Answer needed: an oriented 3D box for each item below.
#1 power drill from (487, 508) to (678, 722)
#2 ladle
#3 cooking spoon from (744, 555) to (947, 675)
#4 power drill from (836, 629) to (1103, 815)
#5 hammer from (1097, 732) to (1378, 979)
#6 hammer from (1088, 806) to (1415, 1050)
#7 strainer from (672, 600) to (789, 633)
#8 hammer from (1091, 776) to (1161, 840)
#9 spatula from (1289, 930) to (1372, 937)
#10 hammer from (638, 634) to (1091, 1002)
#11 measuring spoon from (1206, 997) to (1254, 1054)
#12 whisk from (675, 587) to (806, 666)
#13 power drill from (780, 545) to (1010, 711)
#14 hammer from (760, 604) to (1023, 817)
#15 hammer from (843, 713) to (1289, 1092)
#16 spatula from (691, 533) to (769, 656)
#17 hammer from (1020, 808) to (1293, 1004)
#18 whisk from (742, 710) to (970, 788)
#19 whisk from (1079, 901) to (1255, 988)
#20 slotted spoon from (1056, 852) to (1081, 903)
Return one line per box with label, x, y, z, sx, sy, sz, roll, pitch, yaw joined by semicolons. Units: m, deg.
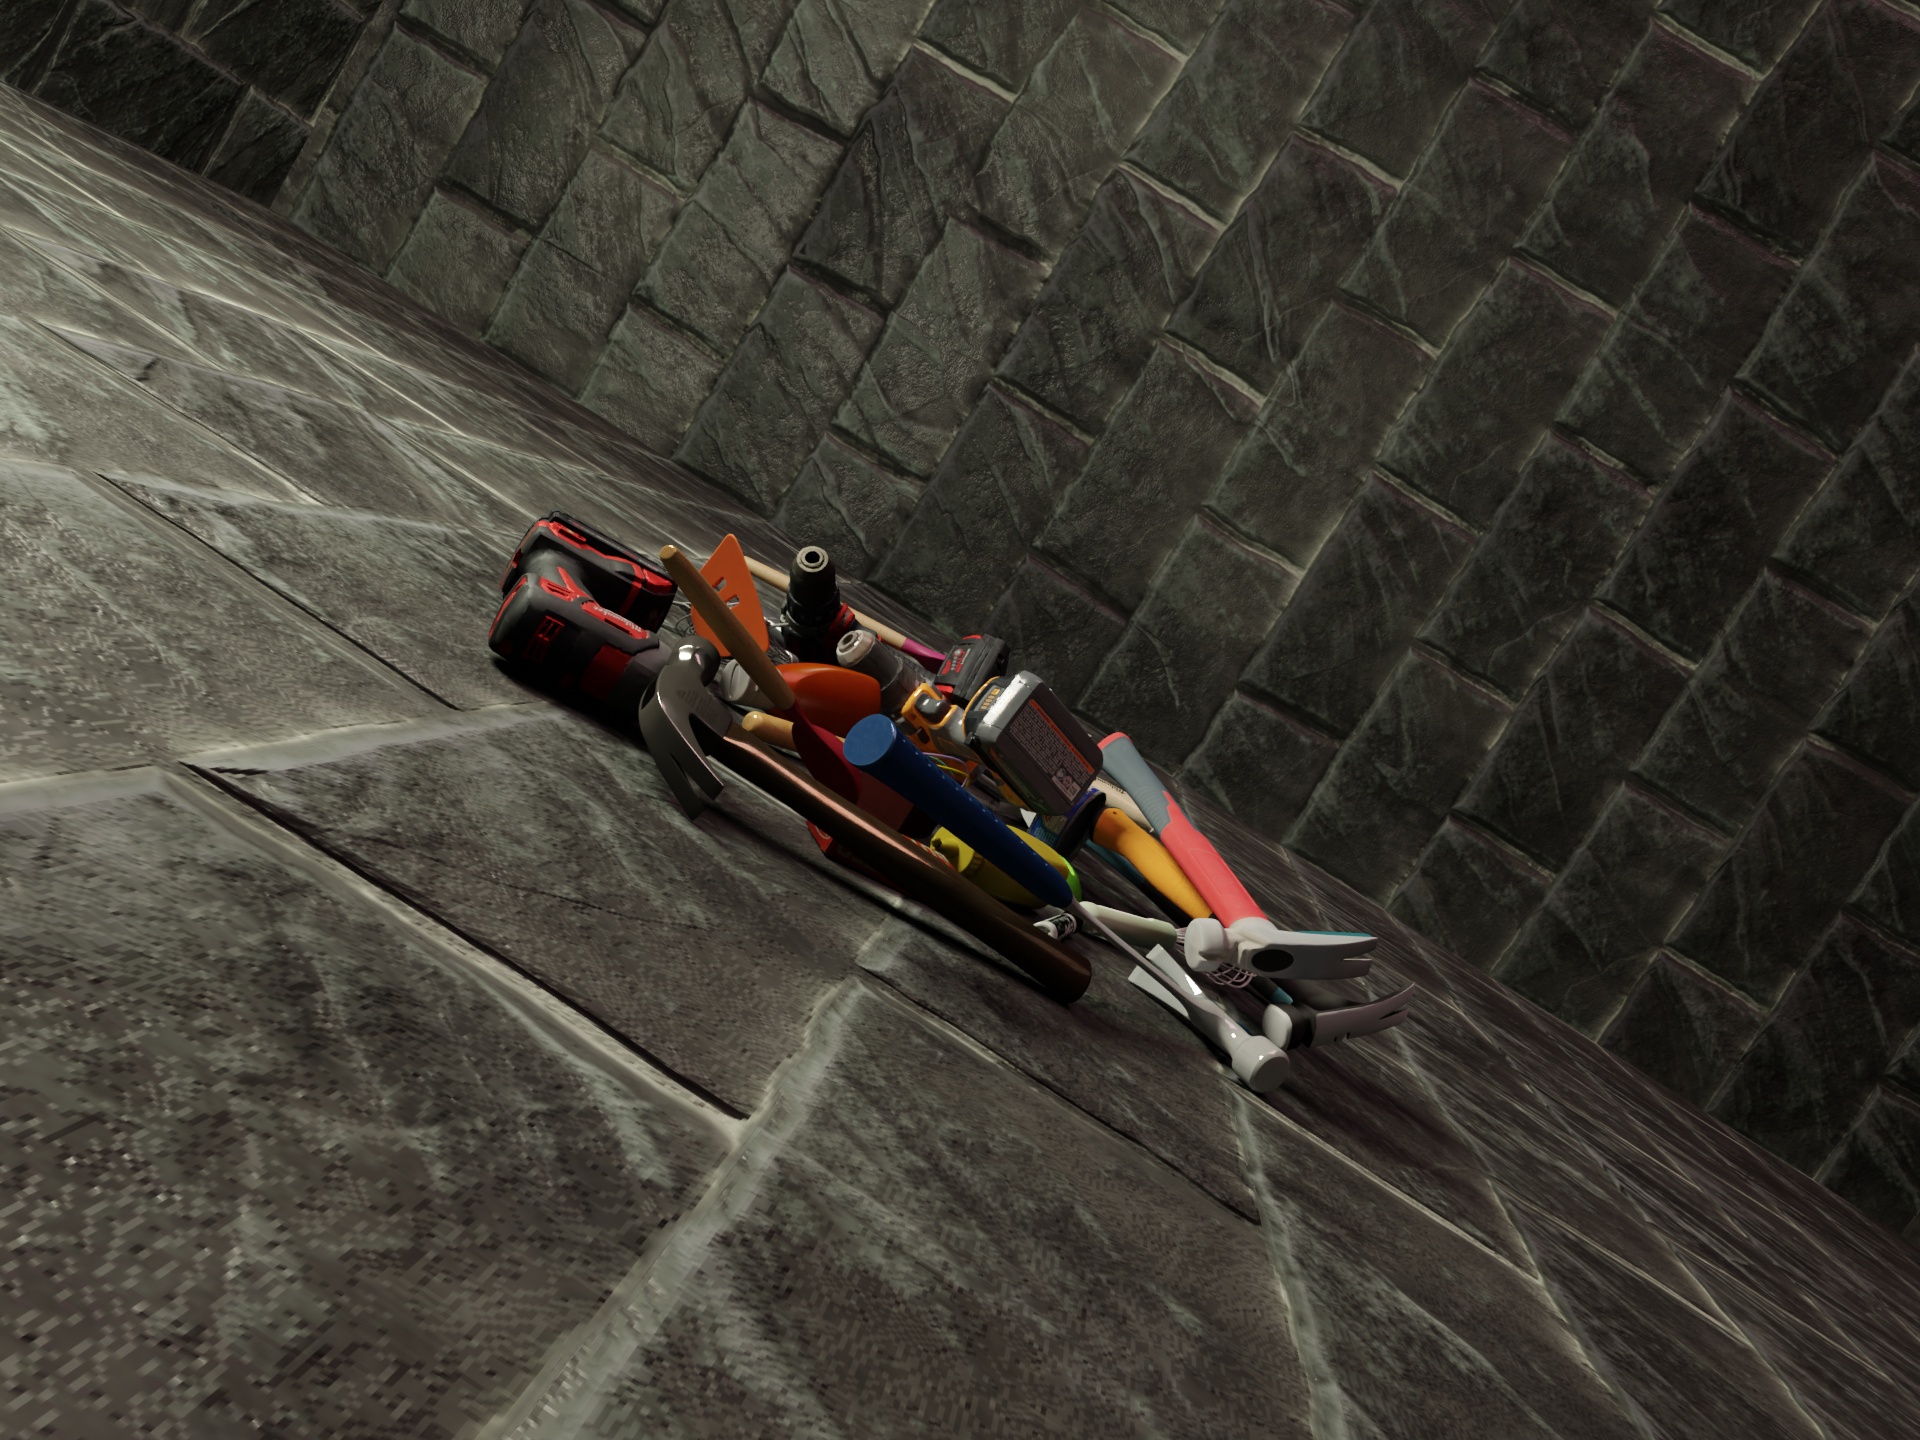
power drill;-0.242;-0.063;1.075;0.143;0.078;0.220;29;10;-22
ladle;-0.126;-0.025;1.043;0.069;0.031;0.315;34;-13;29
cooking spoon;-0.080;-0.089;1.613;0.319;0.017;0.068;27;-26;-3
power drill;-0.002;-0.004;1.394;0.185;0.084;0.226;48;-20;-29
hammer;0.199;0.100;1.308;0.143;0.038;0.387;5;21;-14
hammer;0.210;0.153;1.279;0.127;0.034;0.337;-5;26;-27
strainer;-0.273;-0.109;1.429;0.258;0.050;0.087;22;-11;-29
hammer;0.062;0.030;1.654;0.410;0.038;0.146;30;9;-4
spatula;0.207;0.134;1.379;0.082;0.044;0.318;-19;39;-34
hammer;-0.053;0.076;0.974;0.331;0.031;0.130;36;26;-13
measuring spoon;0.201;0.224;1.200;0.042;0.021;0.128;32;7;-4
whisk;-0.171;-0.060;1.442;0.070;0.070;0.284;34;0;22
power drill;-0.071;-0.074;1.537;0.227;0.080;0.187;24;-29;9
hammer;-0.067;-0.009;1.671;0.409;0.036;0.149;34;7;19
hammer;0.066;0.115;1.023;0.405;0.035;0.144;41;-2;-37
spatula;-0.178;-0.063;1.182;0.322;0.041;0.081;149;-77;-79
hammer;0.185;0.159;1.482;0.331;0.033;0.128;39;18;23
whisk;-0.081;0.034;1.283;0.047;0.051;0.244;9;-8;44
whisk;0.175;0.181;1.323;0.058;0.059;0.246;-15;-25;41
slotted spoon;-0.001;0.072;1.397;0.314;0.031;0.070;35;2;39
